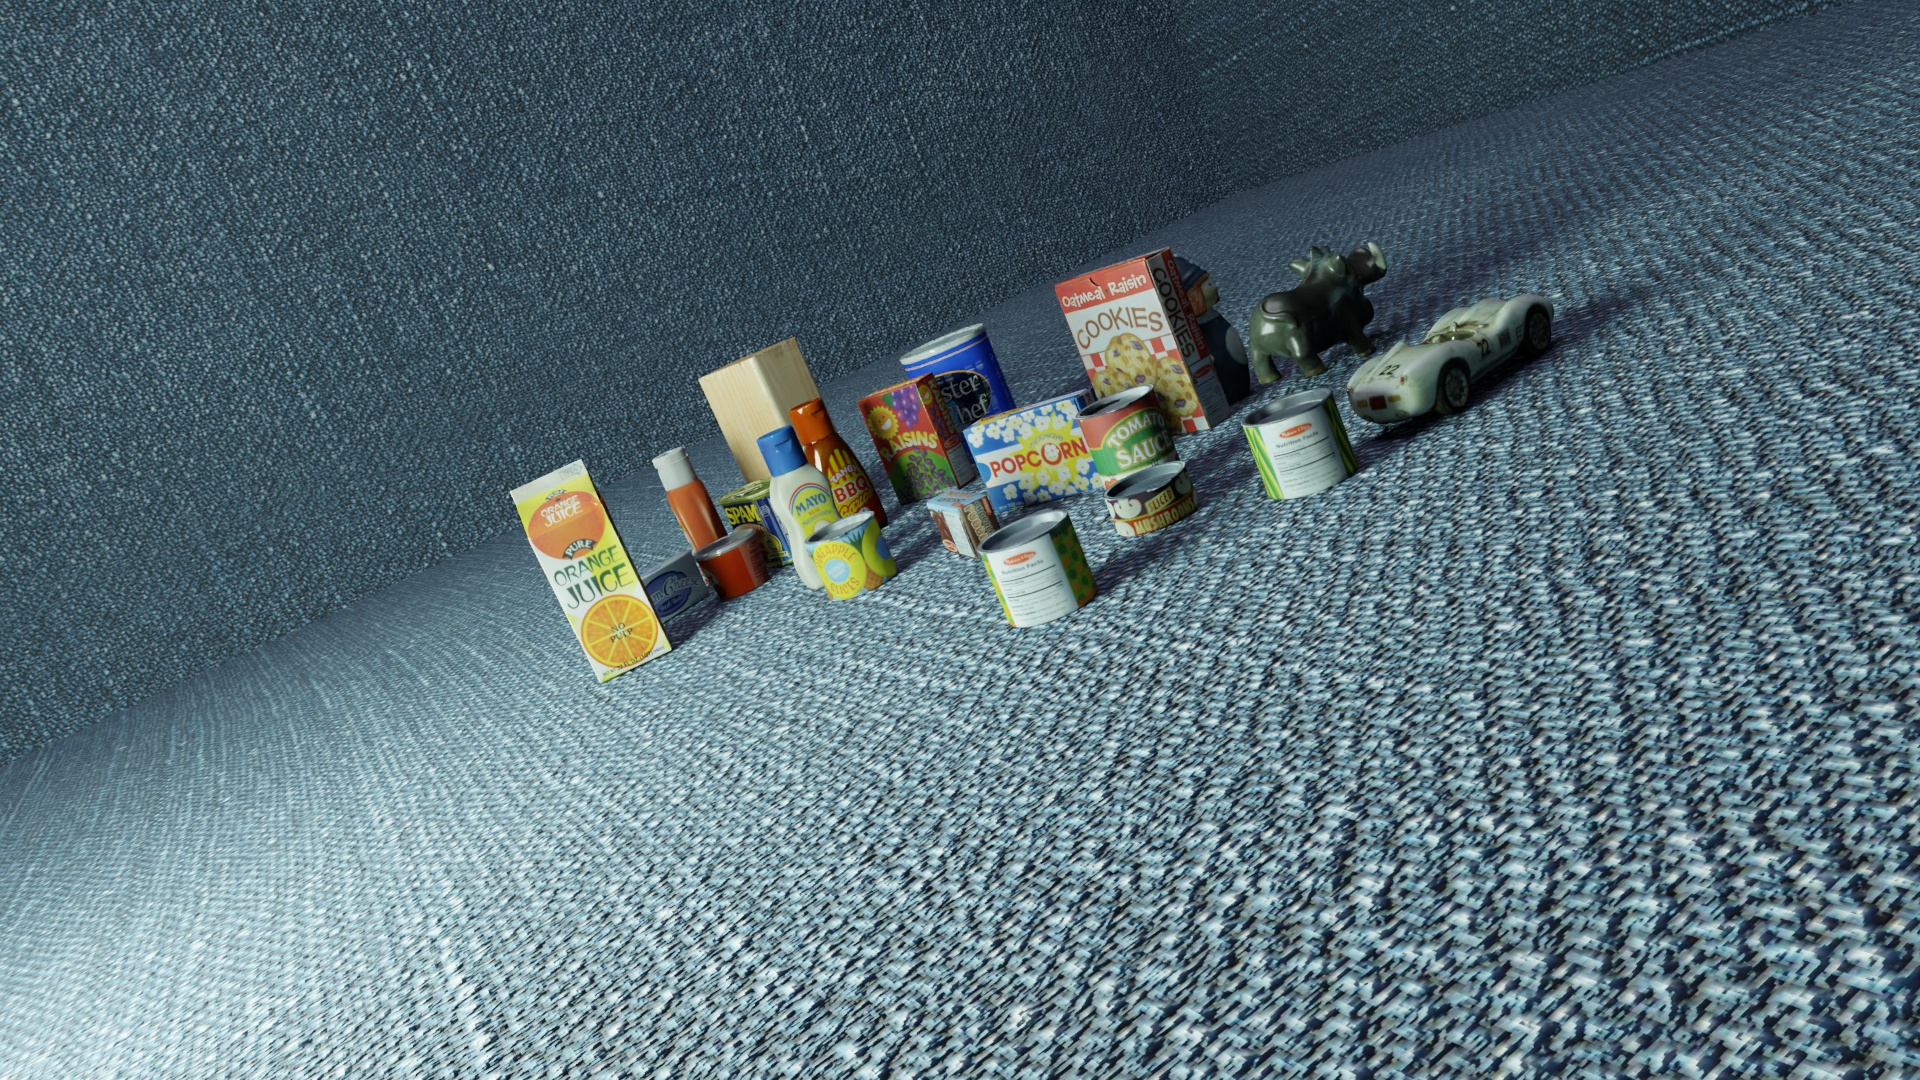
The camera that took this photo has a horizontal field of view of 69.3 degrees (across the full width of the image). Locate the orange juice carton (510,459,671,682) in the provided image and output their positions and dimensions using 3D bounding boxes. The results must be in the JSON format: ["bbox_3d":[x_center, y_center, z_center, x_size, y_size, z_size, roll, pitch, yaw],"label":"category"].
[{"bbox_3d":[-0.340,0.027,1.280,0.072,0.192,0.073,-25,12,-10],"label":"orange juice carton"}]

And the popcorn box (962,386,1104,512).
[{"bbox_3d":[0.075,-0.080,1.245,0.126,0.085,0.038,-13,16,38],"label":"popcorn box"}]

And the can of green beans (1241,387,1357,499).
[{"bbox_3d":[0.238,-0.068,0.974,0.071,0.057,0.071,-22,13,5],"label":"can of green beans"}]

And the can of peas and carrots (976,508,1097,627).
[{"bbox_3d":[0.053,0.018,0.941,0.071,0.058,0.071,-22,13,5],"label":"can of peas and carrots"}]

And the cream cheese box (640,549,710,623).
[{"bbox_3d":[-0.309,0.056,1.424,0.024,0.053,0.104,-11,17,45],"label":"cream cheese box"}]

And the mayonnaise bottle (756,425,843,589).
[{"bbox_3d":[-0.142,-0.032,1.281,0.065,0.147,0.041,-27,13,-19],"label":"mayonnaise bottle"}]

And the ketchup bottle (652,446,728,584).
[{"bbox_3d":[-0.287,-0.028,1.511,0.043,0.148,0.065,-24,12,-6],"label":"ketchup bottle"}]

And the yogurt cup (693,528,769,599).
[{"bbox_3d":[-0.230,0.025,1.411,0.072,0.054,0.072,-22,13,5],"label":"yogurt cup"}]

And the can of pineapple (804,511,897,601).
[{"bbox_3d":[-0.096,0.014,1.215,0.071,0.057,0.071,-22,13,5],"label":"can of pineapple"}]

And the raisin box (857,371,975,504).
[{"bbox_3d":[-0.047,-0.108,1.482,0.086,0.123,0.040,-13,16,38],"label":"raisin box"}]

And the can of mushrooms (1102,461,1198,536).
[{"bbox_3d":[0.144,-0.031,1.042,0.071,0.033,0.071,-22,13,5],"label":"can of mushrooms"}]

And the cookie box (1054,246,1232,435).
[{"bbox_3d":[0.169,-0.178,1.298,0.040,0.167,0.123,-32,15,-35],"label":"cookie box"}]

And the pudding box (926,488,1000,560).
[{"bbox_3d":[0.004,-0.015,1.180,0.030,0.049,0.083,-27,13,-16],"label":"pudding box"}]

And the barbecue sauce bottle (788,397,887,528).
[{"bbox_3d":[-0.130,-0.071,1.417,0.065,0.148,0.043,-32,15,-35],"label":"barbecue sauce bottle"}]

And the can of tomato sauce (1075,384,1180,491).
[{"bbox_3d":[0.139,-0.074,1.115,0.071,0.083,0.071,-22,12,5],"label":"can of tomato sauce"}]
